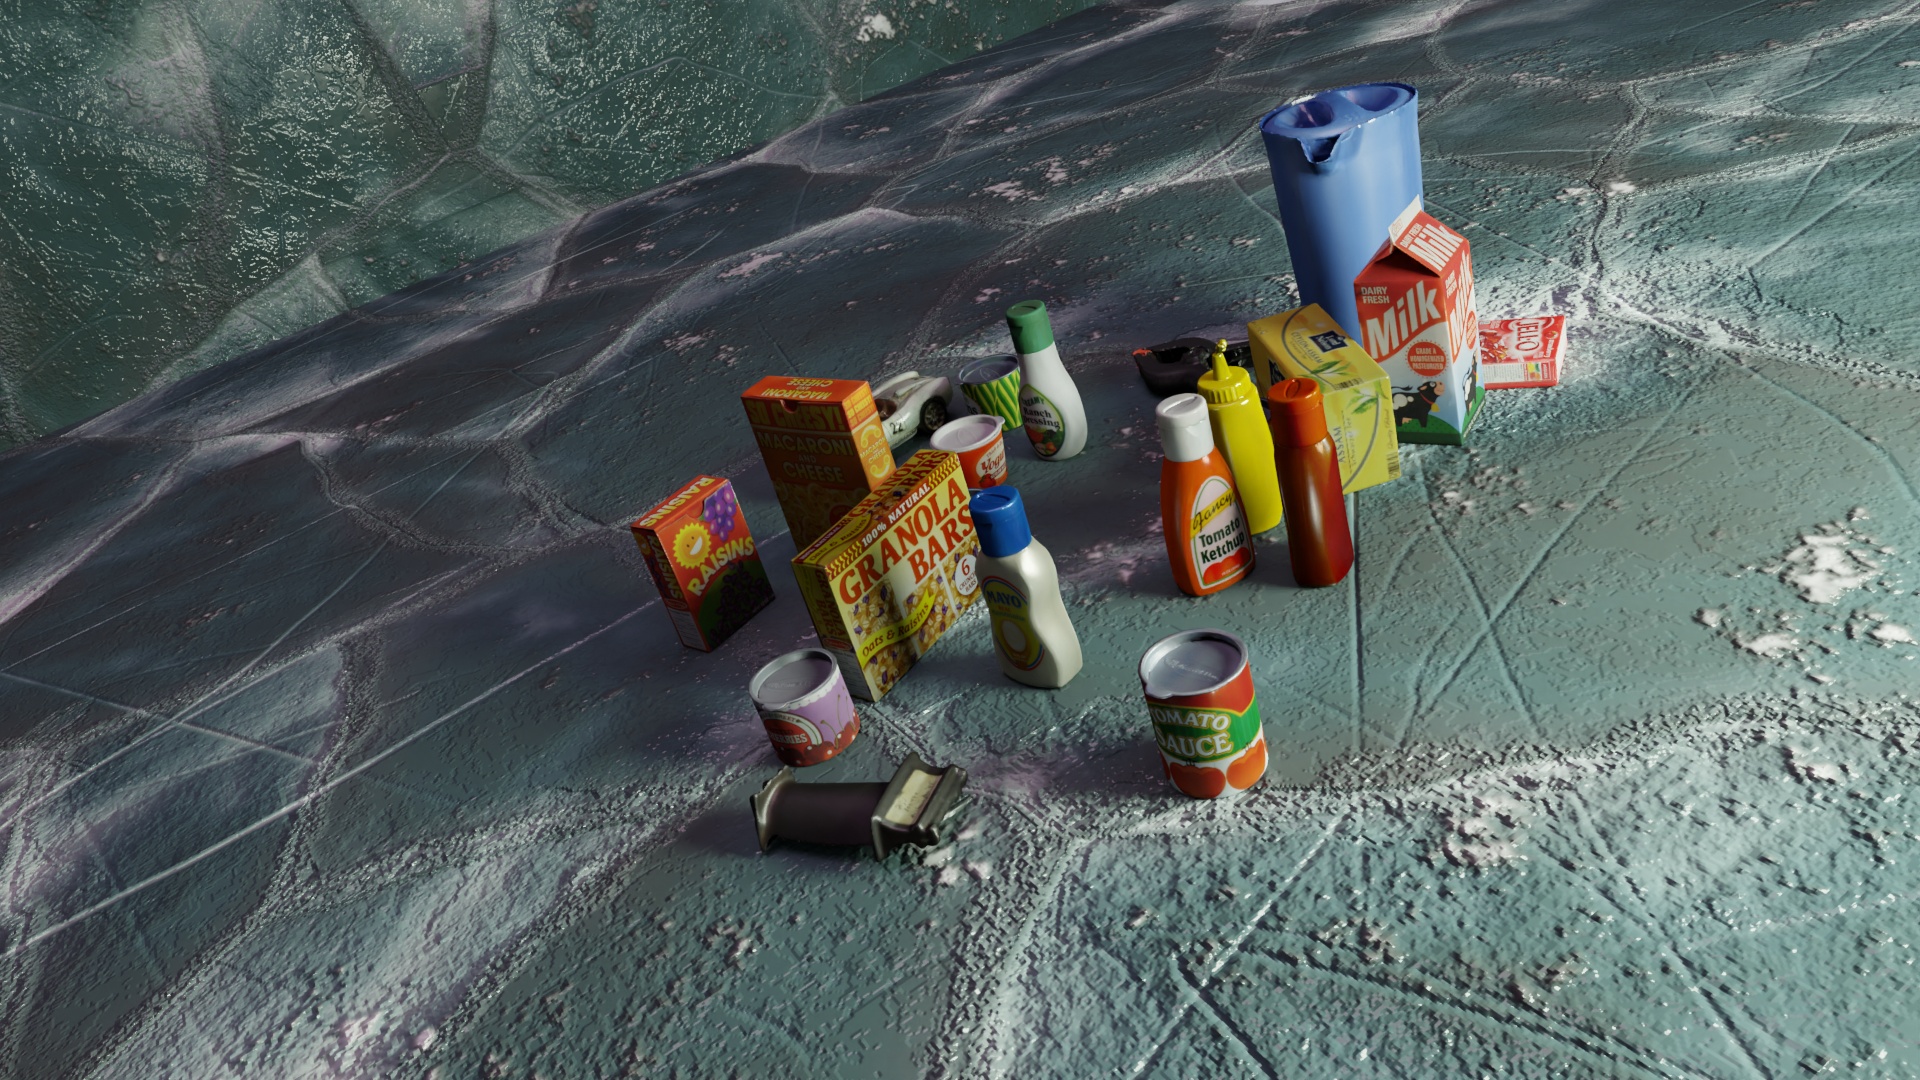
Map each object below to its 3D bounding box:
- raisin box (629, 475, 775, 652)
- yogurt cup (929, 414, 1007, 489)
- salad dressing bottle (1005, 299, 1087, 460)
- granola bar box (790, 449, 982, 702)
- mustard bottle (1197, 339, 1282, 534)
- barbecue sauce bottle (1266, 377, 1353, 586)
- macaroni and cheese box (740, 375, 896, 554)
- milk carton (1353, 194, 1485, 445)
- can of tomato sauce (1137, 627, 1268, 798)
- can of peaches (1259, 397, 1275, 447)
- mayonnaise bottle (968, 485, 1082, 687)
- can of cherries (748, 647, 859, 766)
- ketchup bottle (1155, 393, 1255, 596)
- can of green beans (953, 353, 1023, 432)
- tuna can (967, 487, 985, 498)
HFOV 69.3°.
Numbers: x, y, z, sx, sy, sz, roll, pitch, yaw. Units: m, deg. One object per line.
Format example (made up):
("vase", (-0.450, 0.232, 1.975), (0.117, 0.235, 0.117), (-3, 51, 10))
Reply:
("raisin box", (-0.214, 0.019, 1.165), (0.040, 0.123, 0.086), (9, 38, 40))
("yogurt cup", (0.011, -0.078, 1.285), (0.072, 0.053, 0.073), (-13, 29, 8))
("salad dressing bottle", (0.076, -0.146, 1.272), (0.064, 0.147, 0.044), (14, 41, 44))
("granola bar box", (-0.048, 0.024, 1.064), (0.039, 0.123, 0.166), (7, 36, 37))
("mustard bottle", (0.210, -0.082, 1.072), (0.049, 0.159, 0.065), (-22, 28, -7))
("barbecue sauce bottle", (0.249, -0.043, 0.993), (0.043, 0.148, 0.065), (-2, 32, 26))
("macaroni and cheese box", (-0.111, -0.057, 1.198), (0.123, 0.165, 0.040), (7, 37, 38))
("milk carton", (0.369, -0.176, 1.119), (0.073, 0.189, 0.073), (5, 36, 36))
("can of tomato sauce", (0.149, 0.107, 0.851), (0.071, 0.082, 0.071), (-13, 28, 8))
("can of peaches", (0.234, -0.079, 1.161), (0.071, 0.057, 0.071), (-13, 28, 8))
("mayonnaise bottle", (0.041, 0.033, 0.974), (0.065, 0.147, 0.041), (10, 39, 41))
("can of cherries", (-0.113, 0.121, 0.997), (0.071, 0.058, 0.072), (-13, 28, 8))
("ketchup bottle", (0.174, -0.035, 1.019), (0.065, 0.148, 0.043), (-27, 30, -17))
("can of green beans", (0.036, -0.147, 1.390), (0.071, 0.057, 0.071), (-13, 28, 8))
("tuna can", (0.004, -0.015, 1.200), (0.071, 0.032, 0.071), (-13, 29, 7))
